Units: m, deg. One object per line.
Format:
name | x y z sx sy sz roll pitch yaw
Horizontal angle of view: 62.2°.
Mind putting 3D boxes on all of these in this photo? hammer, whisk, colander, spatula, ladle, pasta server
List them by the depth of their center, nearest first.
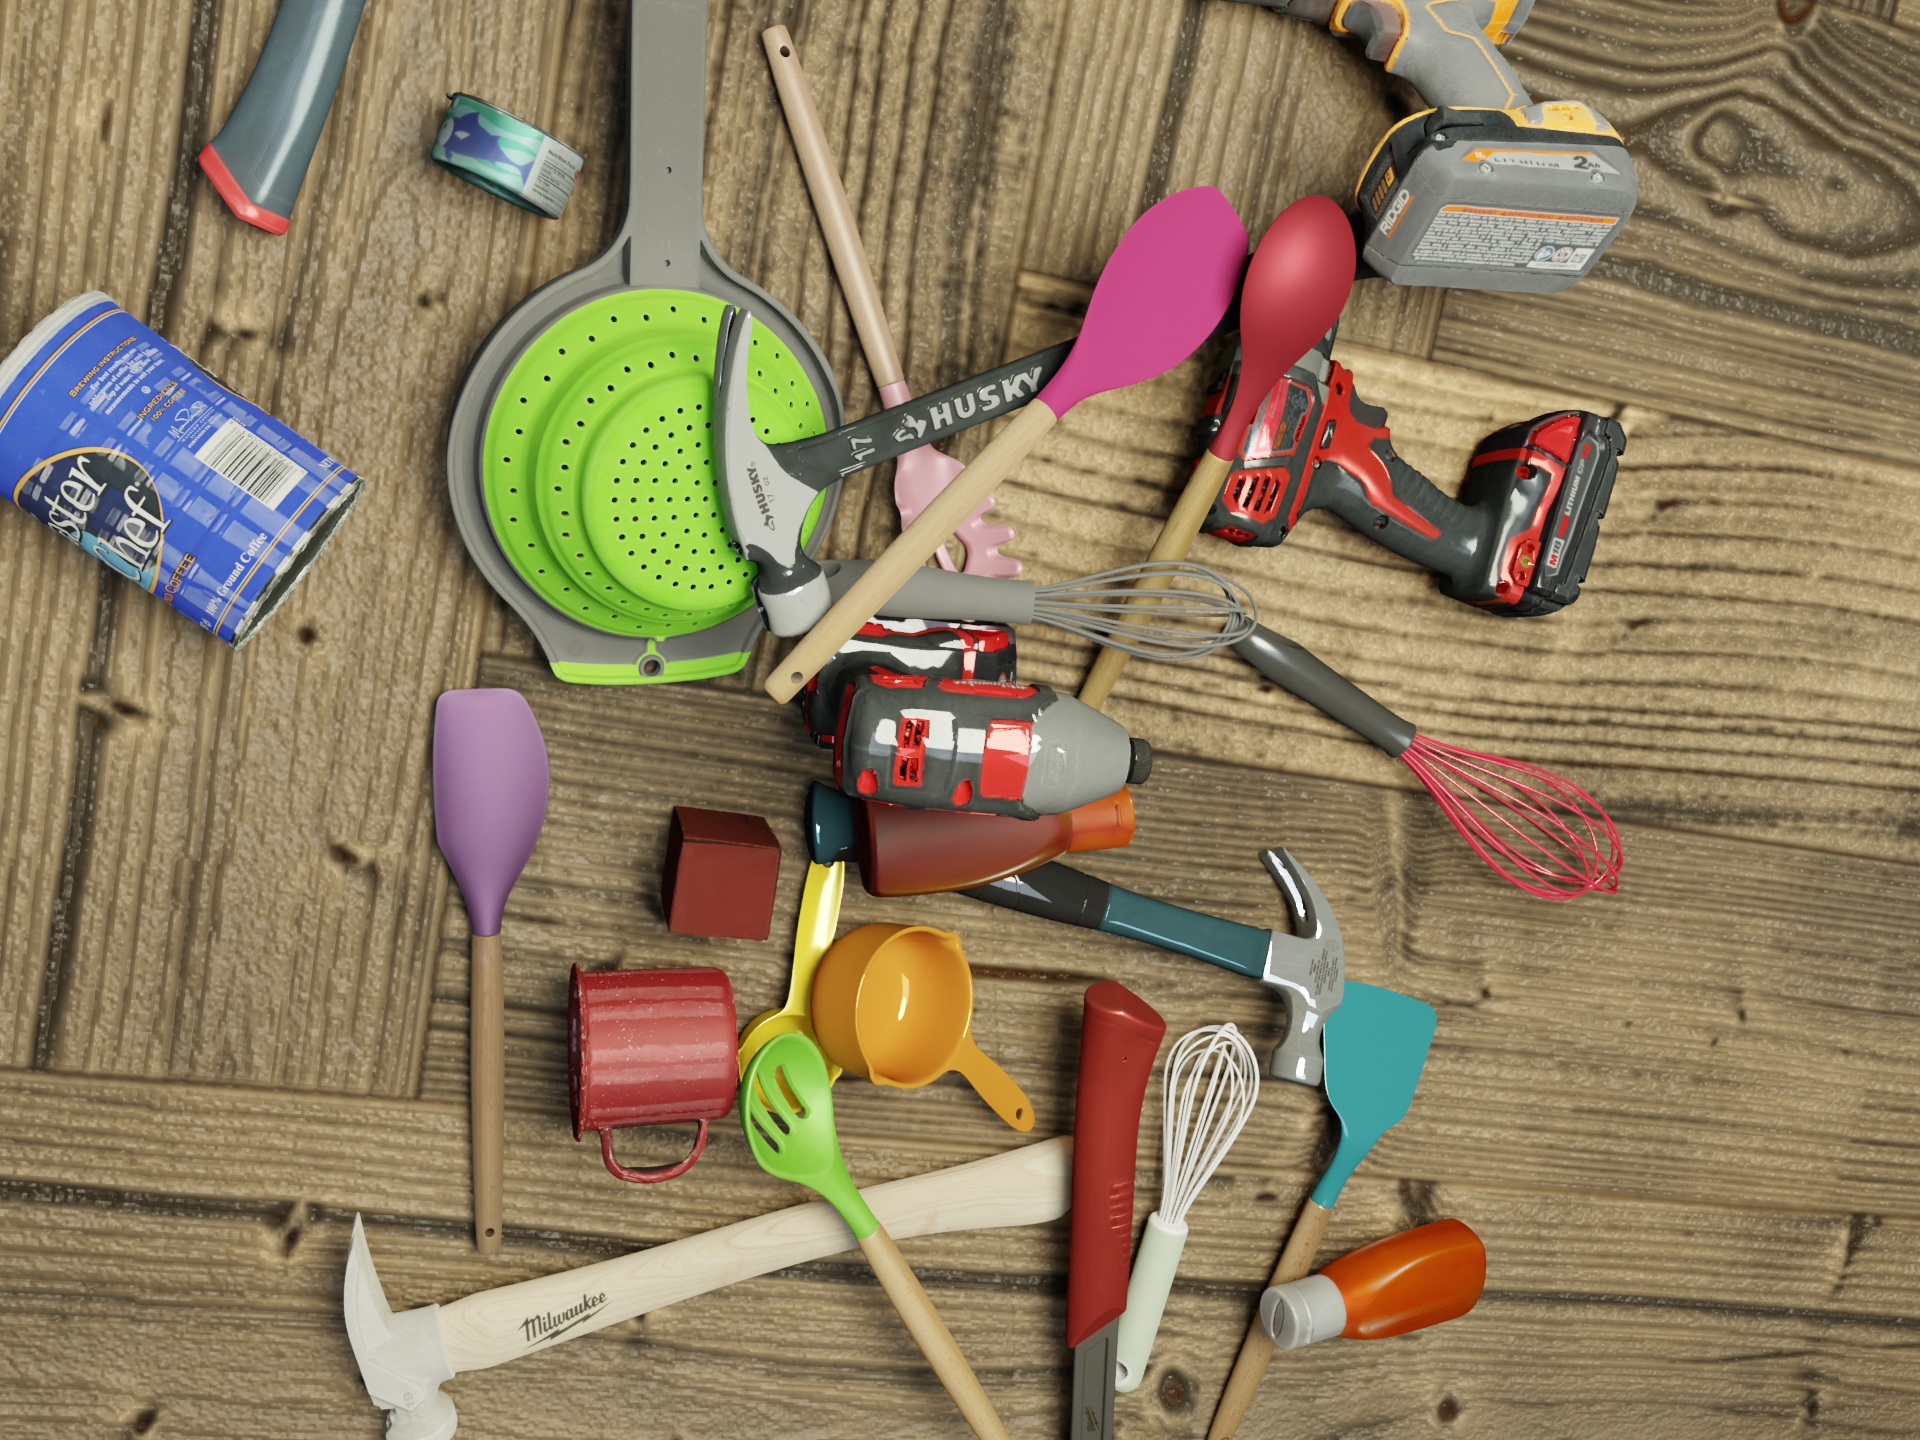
hammer | -0.256 -0.411 0.744 0.143 0.038 0.386 19 96 -17
colander | -0.130 -0.194 0.744 0.204 0.095 0.397 -4 111 -25
hammer | 0.067 -0.185 0.775 0.409 0.036 0.149 -25 119 -18
whisk | 0.034 -0.063 0.813 0.239 0.055 0.055 5 99 -6
ladle | 0.122 -0.117 0.824 0.069 0.031 0.315 -2 132 -35
pasta server | -0.042 -0.203 0.832 0.060 0.040 0.316 -24 104 -20
spatula | -0.253 0.139 0.857 0.059 0.018 0.316 -1 100 -22
hammer | -0.128 0.293 0.896 0.410 0.038 0.146 -12 113 -12
hammer | 0.067 0.103 0.902 0.331 0.033 0.128 18 76 -11
hammer | 0.071 0.318 0.921 0.149 0.037 0.359 0 109 -3
whisk | 0.276 0.022 0.938 0.295 0.073 0.073 32 92 -11
whisk | 0.128 0.297 0.963 0.058 0.059 0.246 21 102 28
spatula | 0.214 0.319 0.997 0.082 0.044 0.317 17 101 -16

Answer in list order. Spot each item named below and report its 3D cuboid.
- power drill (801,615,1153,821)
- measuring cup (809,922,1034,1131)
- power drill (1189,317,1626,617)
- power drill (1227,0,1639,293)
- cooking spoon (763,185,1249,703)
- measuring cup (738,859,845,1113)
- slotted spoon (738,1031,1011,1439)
power drill | -0.001 -0.003 0.783 0.143 0.220 0.078 5 99 -14
measuring cup | -0.019 0.182 0.901 0.173 0.052 0.095 51 57 -34
power drill | 0.247 -0.166 0.887 0.226 0.080 0.188 17 89 -11
power drill | 0.222 -0.326 0.801 0.185 0.084 0.226 -1 61 -15
cooking spoon | 0.022 -0.127 0.740 0.319 0.017 0.068 -47 122 -7
measuring cup | -0.089 0.141 0.897 0.062 0.029 0.156 12 85 -19
slotted spoon | -0.041 0.303 0.881 0.070 0.031 0.313 -48 117 -47
